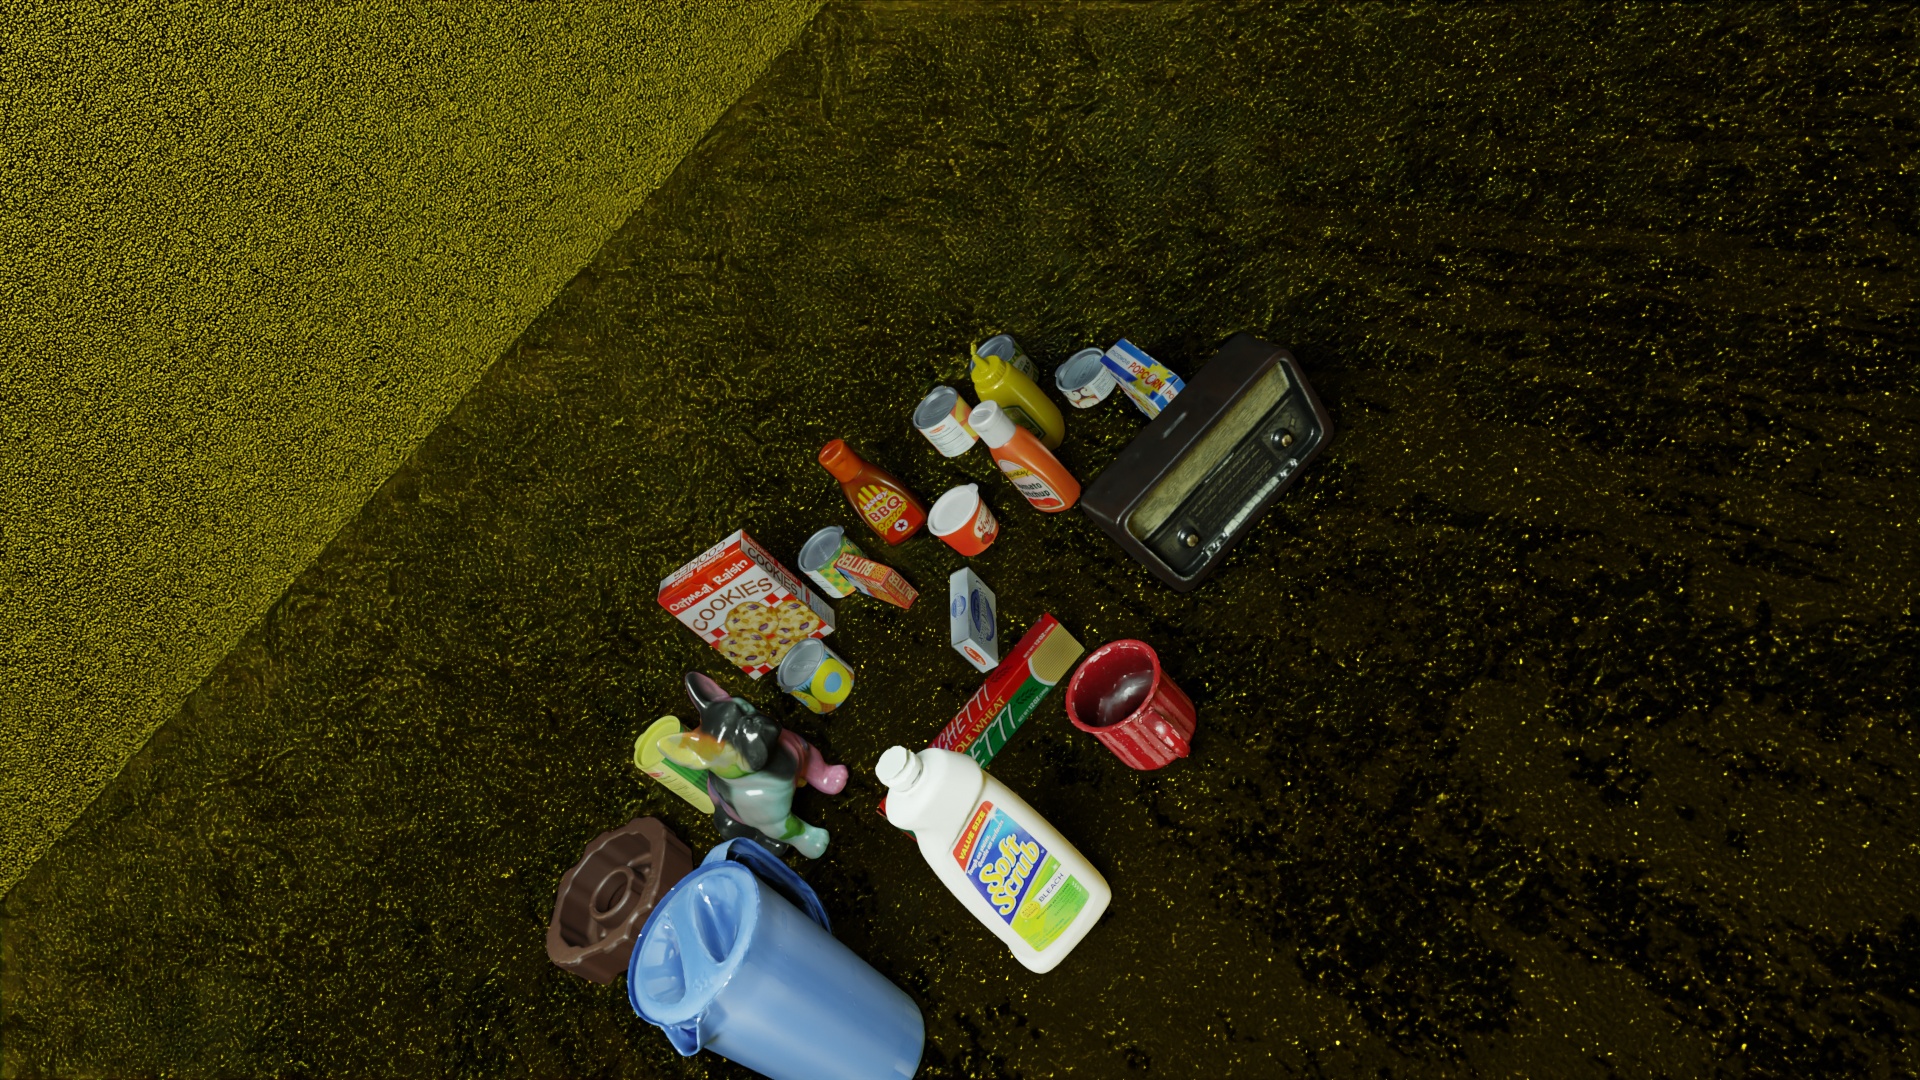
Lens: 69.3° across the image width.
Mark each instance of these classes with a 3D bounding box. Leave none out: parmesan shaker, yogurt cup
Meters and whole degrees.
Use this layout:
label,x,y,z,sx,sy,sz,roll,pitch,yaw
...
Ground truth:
label,x,y,z,sx,sy,sz,roll,pitch,yaw
parmesan shaker,-0.302,0.249,1.538,0.071,0.103,0.072,-27,38,24
yogurt cup,0.006,-0.019,1.549,0.072,0.054,0.073,-27,38,24

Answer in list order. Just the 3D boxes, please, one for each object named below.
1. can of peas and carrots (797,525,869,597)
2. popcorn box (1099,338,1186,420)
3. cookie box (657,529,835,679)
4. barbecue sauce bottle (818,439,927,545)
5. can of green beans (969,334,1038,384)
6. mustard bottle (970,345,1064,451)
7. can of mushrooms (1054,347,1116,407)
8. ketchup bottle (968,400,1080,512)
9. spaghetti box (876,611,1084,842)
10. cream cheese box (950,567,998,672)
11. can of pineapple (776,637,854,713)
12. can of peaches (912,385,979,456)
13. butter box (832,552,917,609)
label,x,y,z,sx,sy,sz,roll,pitch,yaw
can of peas and carrots,-0.148,0.024,1.655,0.071,0.058,0.071,-27,38,24
popcorn box,0.207,-0.154,1.459,0.038,0.085,0.127,-43,35,2
cookie box,-0.245,0.076,1.603,0.122,0.167,0.040,-32,37,17
barbecue sauce bottle,-0.105,-0.059,1.619,0.065,0.148,0.044,-38,35,10
can of green beans,0.054,-0.207,1.692,0.071,0.057,0.071,-27,38,24
mustard bottle,0.054,-0.160,1.553,0.065,0.160,0.049,-16,44,35
can of mushrooms,0.145,-0.187,1.601,0.071,0.033,0.071,-27,38,24
ketchup bottle,0.065,-0.090,1.479,0.064,0.148,0.044,2,56,47
spaghetti box,0.021,0.180,1.332,0.250,0.050,0.029,-49,35,-7
cream cheese box,0.014,0.082,1.437,0.024,0.053,0.104,-28,38,23
can of pineapple,-0.161,0.151,1.536,0.071,0.057,0.071,-27,38,24
can of peaches,-0.014,-0.146,1.696,0.071,0.058,0.071,-27,38,24
butter box,-0.098,0.045,1.587,0.103,0.053,0.024,16,66,51
